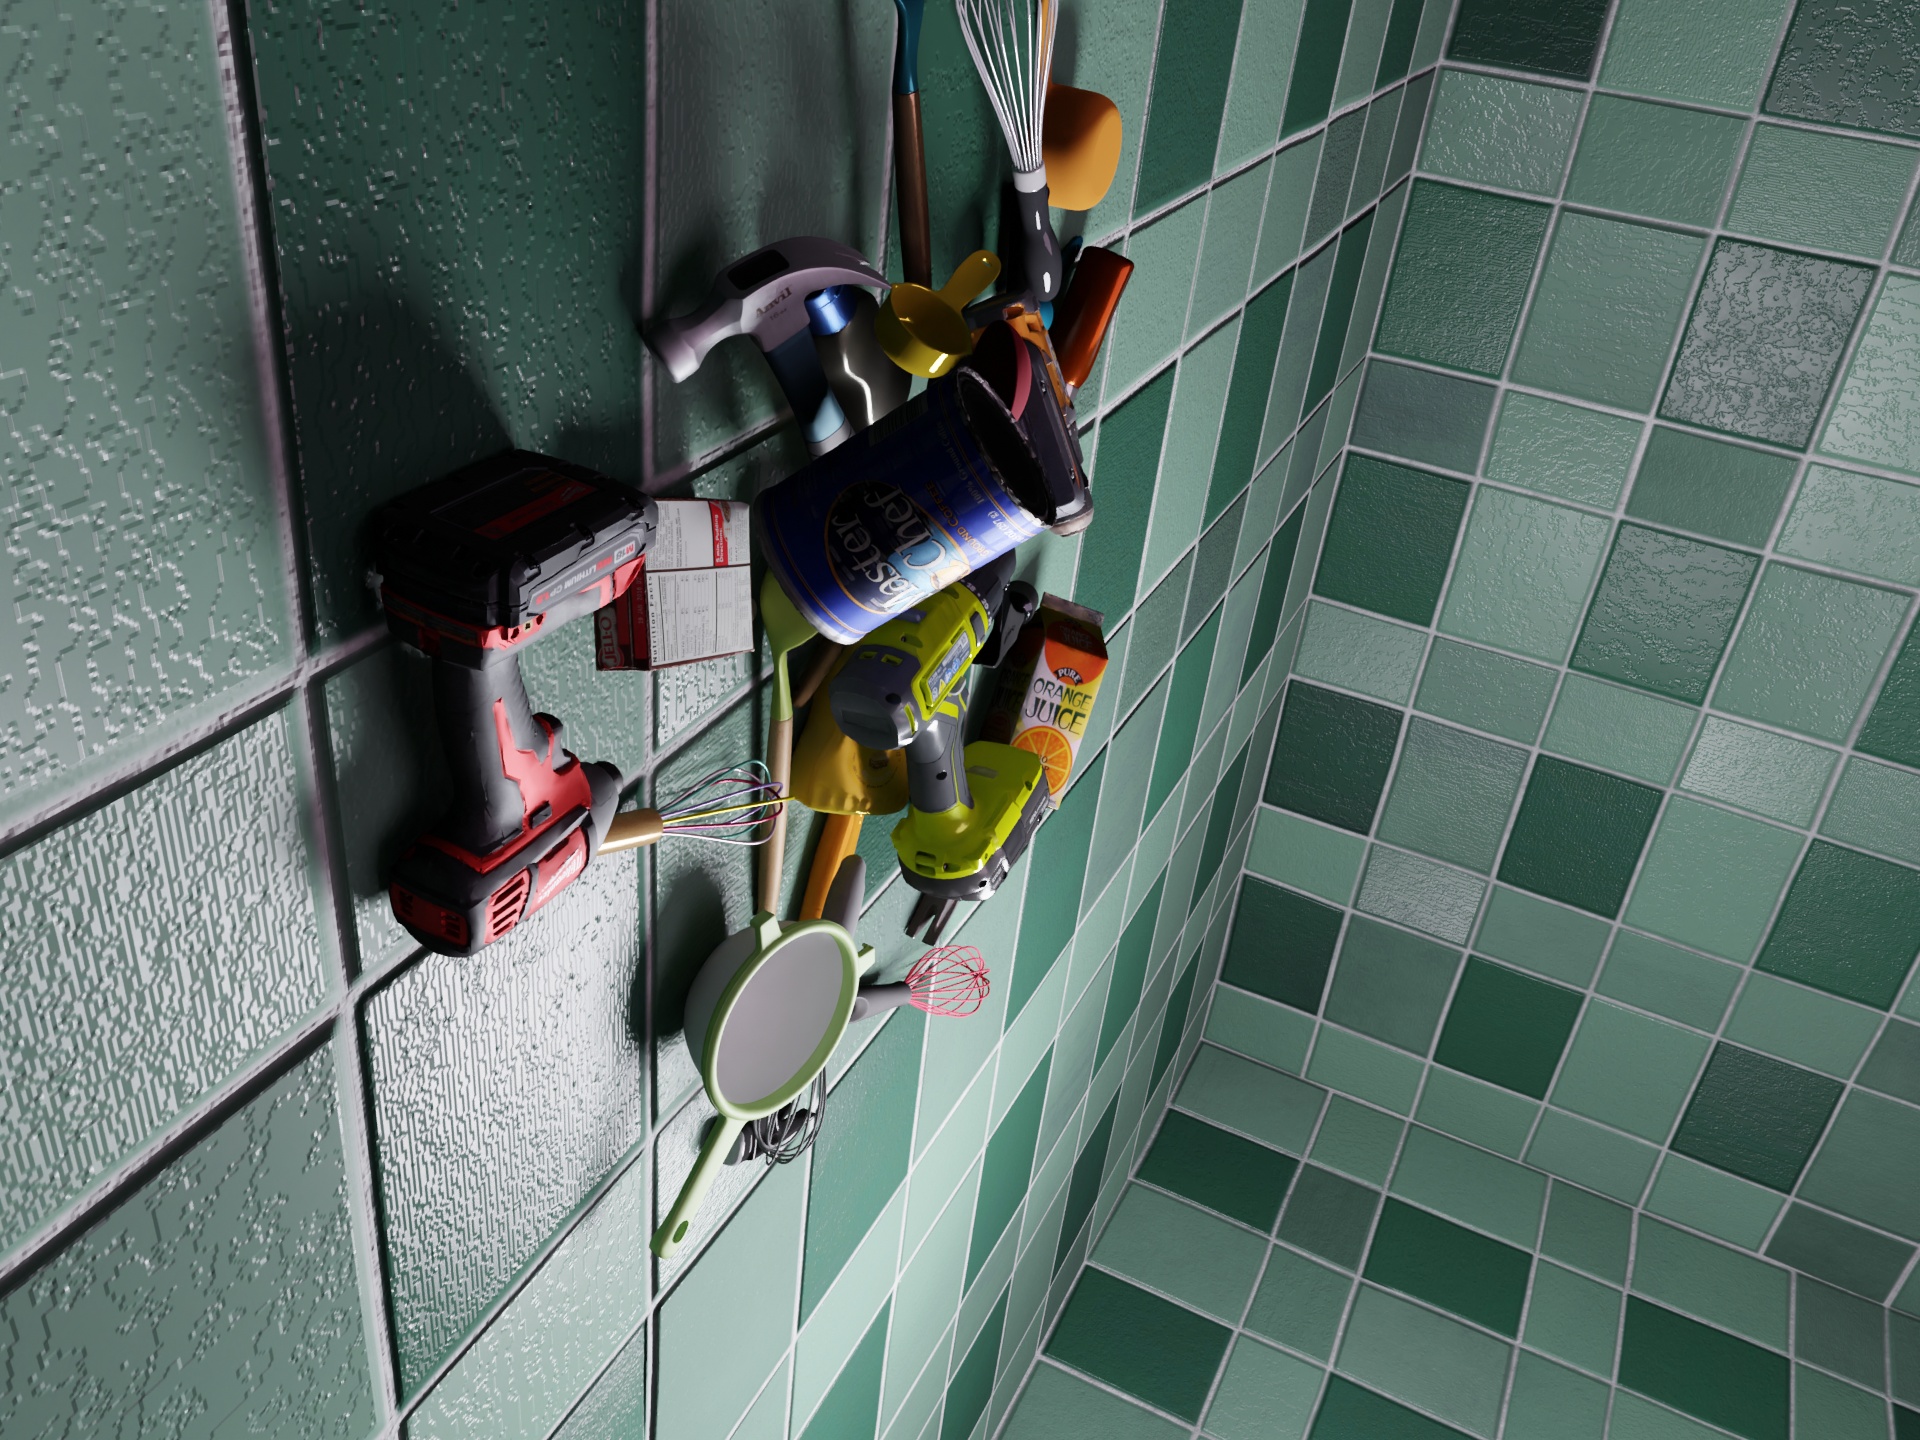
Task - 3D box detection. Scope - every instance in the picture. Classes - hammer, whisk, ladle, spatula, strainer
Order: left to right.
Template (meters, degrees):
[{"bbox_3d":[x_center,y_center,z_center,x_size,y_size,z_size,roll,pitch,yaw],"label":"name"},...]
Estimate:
[{"bbox_3d":[-0.172,0.059,0.958,0.245,0.047,0.051,-10,118,-65],"label":"whisk"},{"bbox_3d":[-0.167,0.244,1.111,0.256,0.069,0.151,-63,148,-3],"label":"strainer"},{"bbox_3d":[-0.110,0.018,1.074,0.078,0.062,0.320,-96,-168,-53],"label":"ladle"},{"bbox_3d":[-0.115,0.176,1.242,0.127,0.034,0.337,-5,112,-69],"label":"hammer"},{"bbox_3d":[-0.109,0.216,1.185,0.055,0.055,0.239,19,85,-71],"label":"whisk"},{"bbox_3d":[-0.081,-0.170,0.952,0.128,0.033,0.330,-37,159,-5],"label":"hammer"},{"bbox_3d":[-0.039,-0.345,0.927,0.082,0.044,0.317,-56,154,-38],"label":"spatula"},{"bbox_3d":[-0.037,-0.119,1.015,0.031,0.069,0.315,12,130,-32],"label":"ladle"},{"bbox_3d":[-0.047,0.251,1.478,0.295,0.073,0.073,6,102,-64],"label":"whisk"},{"bbox_3d":[-0.037,0.068,1.352,0.143,0.038,0.386,-63,160,-20],"label":"hammer"},{"bbox_3d":[0.041,-0.227,1.277,0.149,0.036,0.408,-62,159,-53],"label":"hammer"},{"bbox_3d":[0.043,-0.395,1.068,0.070,0.070,0.284,-61,155,-28],"label":"whisk"}]

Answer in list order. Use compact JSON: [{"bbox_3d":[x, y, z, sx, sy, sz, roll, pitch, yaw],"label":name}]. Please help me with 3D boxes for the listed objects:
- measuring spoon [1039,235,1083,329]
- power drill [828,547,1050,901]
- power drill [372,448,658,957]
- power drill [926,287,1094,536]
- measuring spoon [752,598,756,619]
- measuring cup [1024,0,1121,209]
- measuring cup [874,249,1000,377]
[{"bbox_3d":[0.082,-0.358,1.306,0.042,0.021,0.129,83,31,-52],"label":"measuring spoon"},{"bbox_3d":[-0.002,-0.004,1.115,0.191,0.080,0.228,-55,145,-37],"label":"power drill"},{"bbox_3d":[-0.206,-0.006,0.754,0.143,0.078,0.219,-44,150,-53],"label":"power drill"},{"bbox_3d":[0.047,-0.195,1.111,0.226,0.084,0.185,-75,146,-66],"label":"power drill"},{"bbox_3d":[-0.152,-0.060,0.950,0.124,0.018,0.034,-34,124,-71],"label":"measuring spoon"},{"bbox_3d":[0.085,-0.457,1.172,0.173,0.052,0.095,84,30,-55],"label":"measuring cup"},{"bbox_3d":[-0.009,-0.255,0.979,0.029,0.062,0.157,-45,-171,37],"label":"measuring cup"}]
